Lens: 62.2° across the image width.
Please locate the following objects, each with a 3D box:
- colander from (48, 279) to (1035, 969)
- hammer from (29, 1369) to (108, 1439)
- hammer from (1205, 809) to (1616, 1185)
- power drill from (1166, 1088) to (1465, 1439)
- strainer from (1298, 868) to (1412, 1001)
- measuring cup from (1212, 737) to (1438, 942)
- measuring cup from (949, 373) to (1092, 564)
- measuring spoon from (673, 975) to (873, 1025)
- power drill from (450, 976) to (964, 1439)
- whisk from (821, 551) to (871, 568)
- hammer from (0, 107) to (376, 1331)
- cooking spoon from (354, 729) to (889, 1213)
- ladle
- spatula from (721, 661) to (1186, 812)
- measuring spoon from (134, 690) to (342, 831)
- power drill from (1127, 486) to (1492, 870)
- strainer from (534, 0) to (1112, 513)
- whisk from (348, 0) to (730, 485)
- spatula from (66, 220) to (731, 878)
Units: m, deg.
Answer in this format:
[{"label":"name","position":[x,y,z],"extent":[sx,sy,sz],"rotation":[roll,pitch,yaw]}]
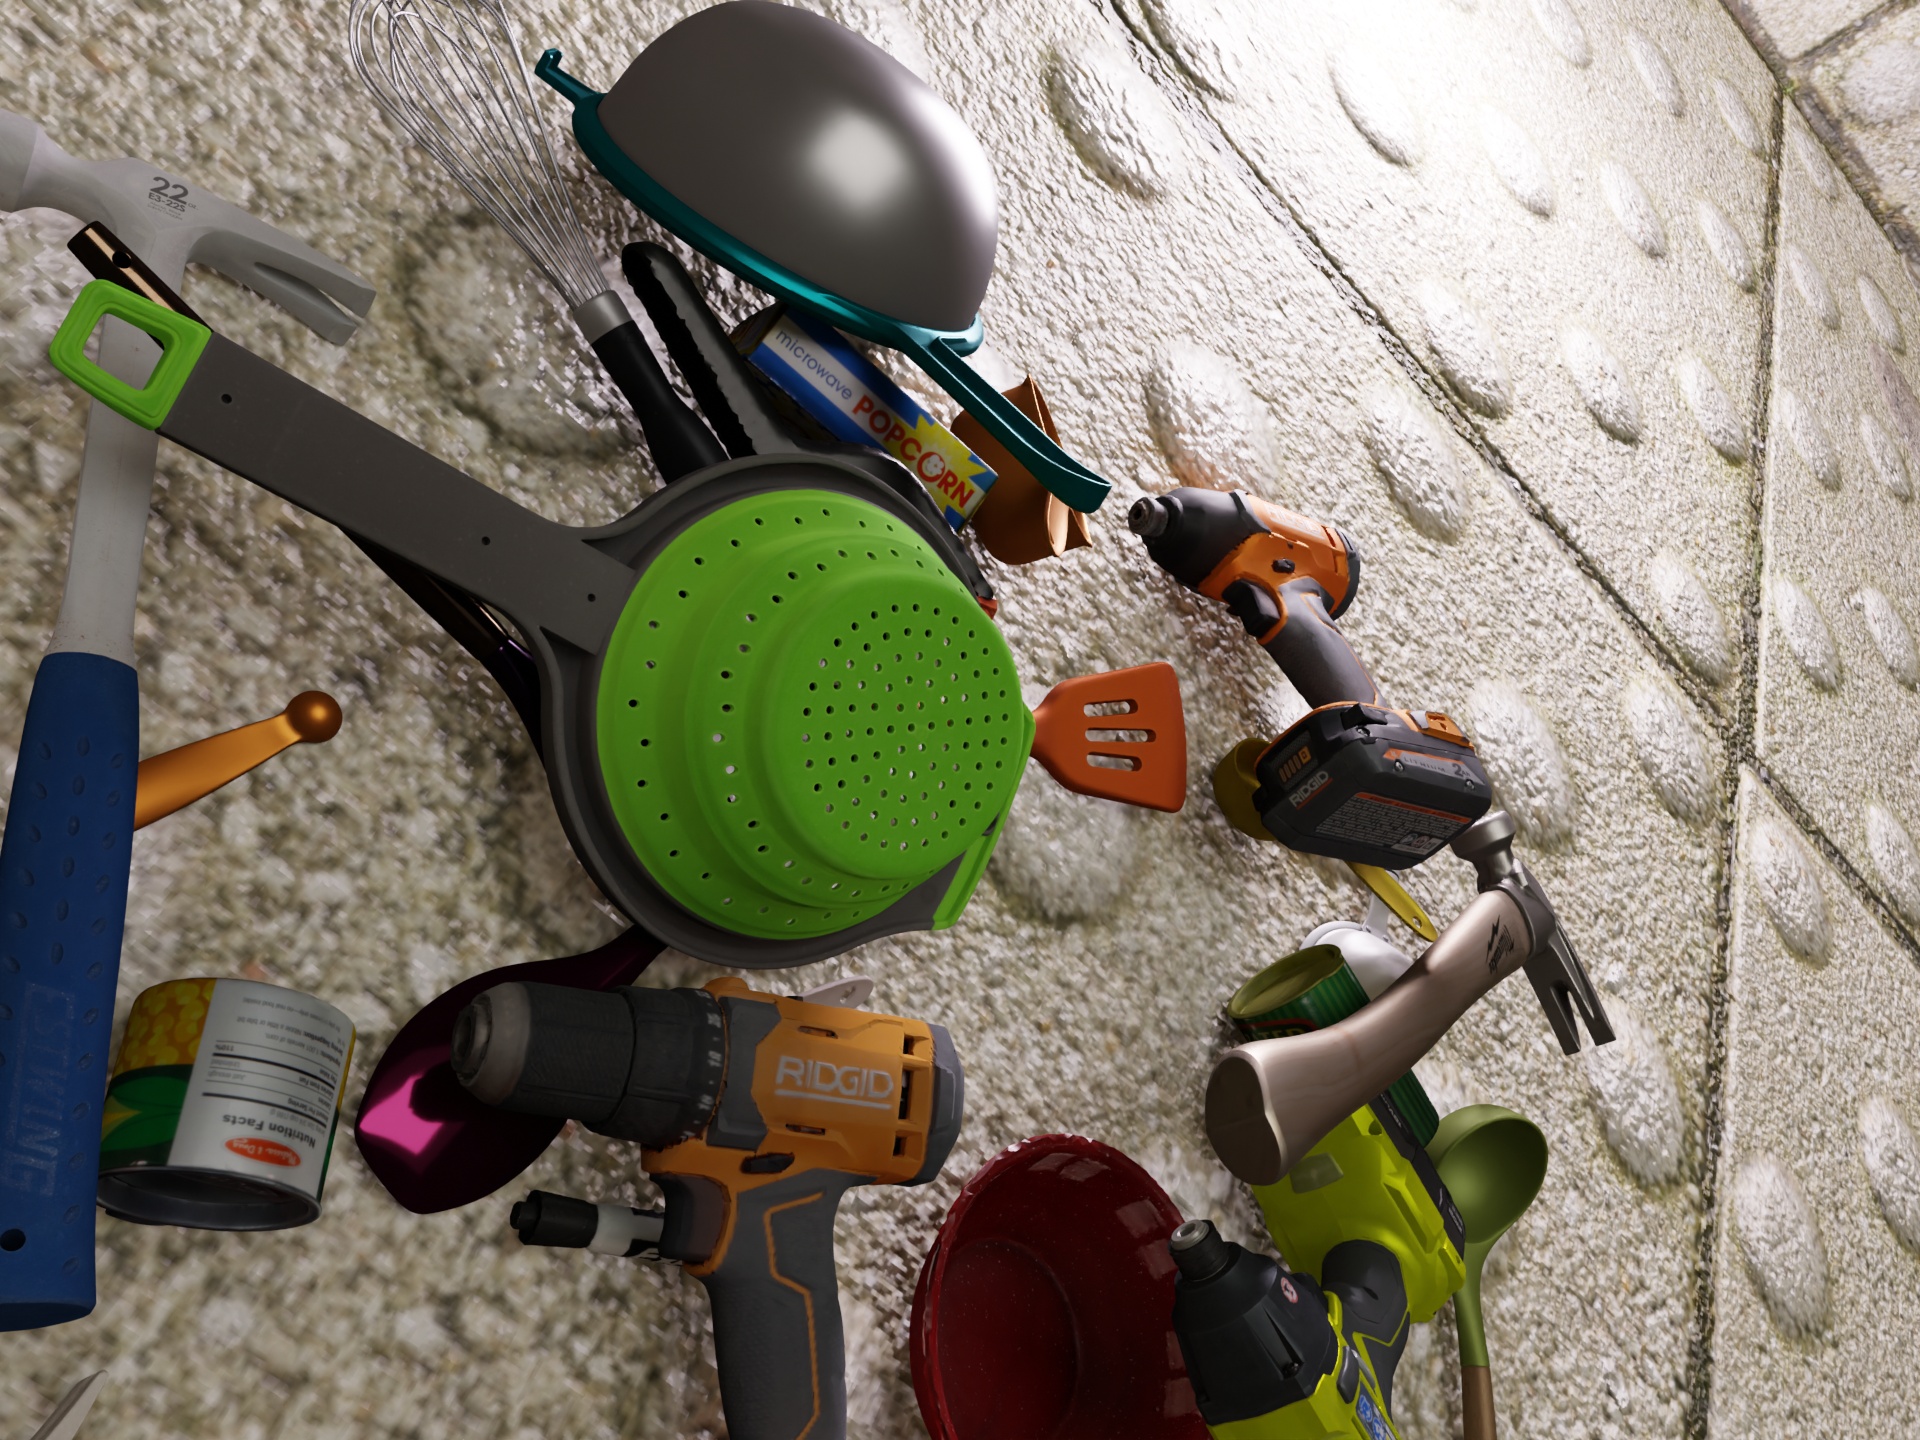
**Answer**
[{"label":"colander","position":[-0.103,-0.035,0.554],"extent":[0.396,0.094,0.204],"rotation":[30,76,-33]},{"label":"hammer","position":[-0.312,0.083,0.444],"extent":[0.130,0.031,0.331],"rotation":[6,66,-39]},{"label":"hammer","position":[0.230,0.149,0.780],"extent":[0.410,0.038,0.146],"rotation":[-13,75,-55]},{"label":"power drill","position":[0.156,0.245,0.690],"extent":[0.171,0.080,0.223],"rotation":[59,24,-5]},{"label":"strainer","position":[0.243,0.100,0.921],"extent":[0.087,0.050,0.259],"rotation":[28,49,-11]},{"label":"measuring cup","position":[0.201,0.074,0.883],"extent":[0.156,0.029,0.062],"rotation":[44,39,-3]},{"label":"measuring cup","position":[0.025,-0.105,0.770],"extent":[0.174,0.052,0.095],"rotation":[-80,150,-65]},{"label":"measuring spoon","position":[-0.082,0.119,0.640],"extent":[0.018,0.034,0.124],"rotation":[31,25,34]},{"label":"power drill","position":[-0.091,0.199,0.531],"extent":[0.185,0.084,0.226],"rotation":[18,67,-33]},{"label":"whisk","position":[-0.099,-0.063,0.692],"extent":[0.246,0.059,0.058],"rotation":[0,53,-36]},{"label":"hammer","position":[-0.264,-0.025,0.497],"extent":[0.144,0.035,0.406],"rotation":[15,52,-37]},{"label":"cooking spoon","position":[-0.109,0.072,0.636],"extent":[0.068,0.017,0.319],"rotation":[58,44,-12]},{"label":"ladle","position":[0.274,0.359,0.812],"extent":[0.078,0.062,0.320],"rotation":[17,62,-25]},{"label":"spatula","position":[-0.001,-0.002,0.732],"extent":[0.322,0.041,0.081],"rotation":[7,77,-49]},{"label":"measuring spoon","position":[-0.259,0.017,0.536],"extent":[0.117,0.011,0.021],"rotation":[-33,93,-45]},{"label":"power drill","position":[0.181,-0.036,0.875],"extent":[0.164,0.084,0.227],"rotation":[13,44,-36]},{"label":"strainer","position":[-0.025,-0.220,0.688],"extent":[0.211,0.095,0.341],"rotation":[3,37,-48]},{"label":"whisk","position":[-0.173,-0.203,0.689],"extent":[0.070,0.070,0.284],"rotation":[-40,103,-44]},{"label":"spatula","position":[-0.184,-0.046,0.568],"extent":[0.315,0.018,0.060],"rotation":[49,51,-27]}]
